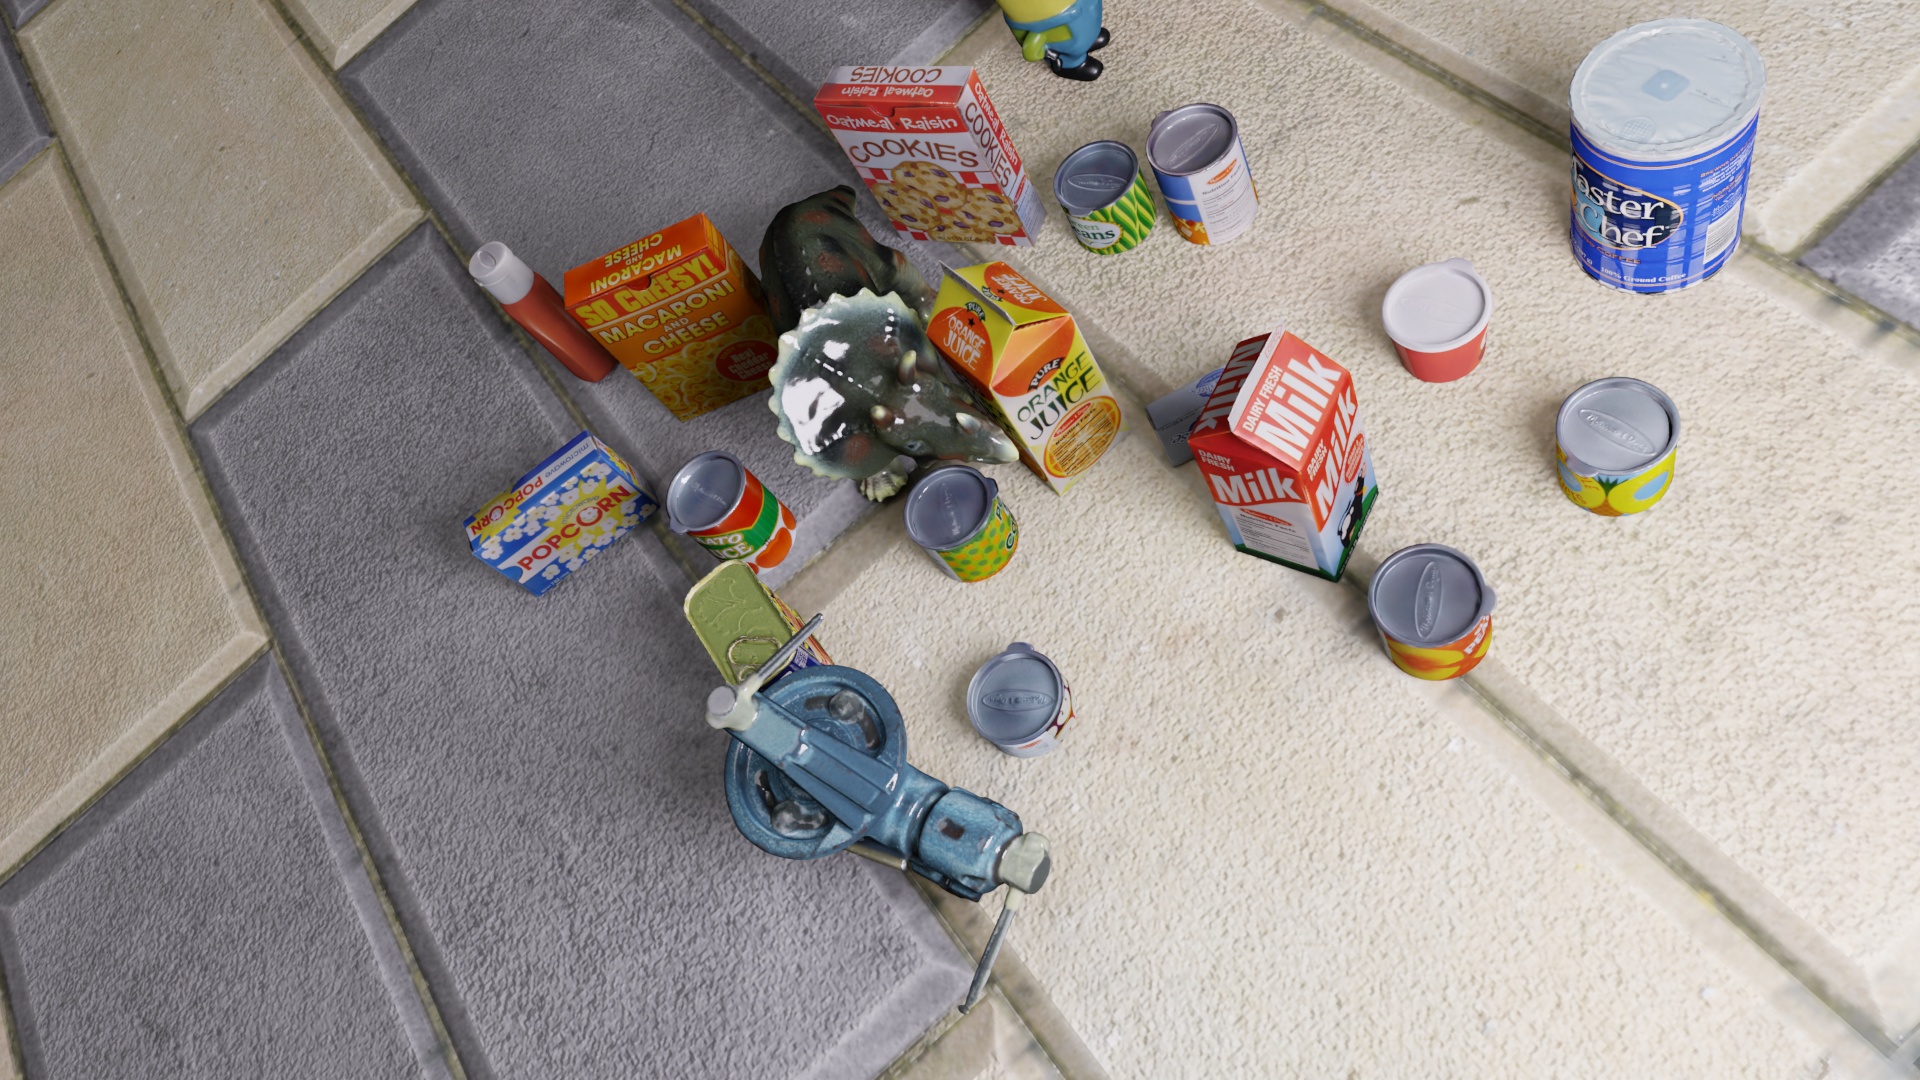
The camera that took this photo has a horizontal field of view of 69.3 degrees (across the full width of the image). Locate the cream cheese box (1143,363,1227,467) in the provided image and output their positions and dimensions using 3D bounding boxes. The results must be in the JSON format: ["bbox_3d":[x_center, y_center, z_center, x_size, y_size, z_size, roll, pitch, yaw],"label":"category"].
[{"bbox_3d":[0.180,-0.093,0.942,0.104,0.053,0.024,-27,57,8],"label":"cream cheese box"}]

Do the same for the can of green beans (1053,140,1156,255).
[{"bbox_3d":[0.111,-0.260,1.059,0.071,0.057,0.071,-10,60,19],"label":"can of green beans"}]

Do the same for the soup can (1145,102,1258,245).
[{"bbox_3d":[0.177,-0.269,1.019,0.071,0.083,0.071,-10,60,19],"label":"soup can"}]

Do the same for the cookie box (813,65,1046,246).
[{"bbox_3d":[-0.020,-0.292,1.067,0.123,0.167,0.040,10,69,28],"label":"cookie box"}]

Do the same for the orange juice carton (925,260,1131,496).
[{"bbox_3d":[0.042,-0.115,0.930,0.073,0.192,0.072,-43,56,-2],"label":"orange juice carton"}]

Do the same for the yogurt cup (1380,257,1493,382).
[{"bbox_3d":[0.313,-0.139,0.908,0.072,0.053,0.073,-10,60,19],"label":"yogurt cup"}]

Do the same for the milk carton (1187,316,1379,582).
[{"bbox_3d":[0.194,-0.053,0.832,0.073,0.190,0.072,20,73,31],"label":"milk carton"}]

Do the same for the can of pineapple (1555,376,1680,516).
[{"bbox_3d":[0.389,-0.054,0.827,0.071,0.057,0.071,-10,60,19],"label":"can of pineapple"}]

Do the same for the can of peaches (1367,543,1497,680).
[{"bbox_3d":[0.281,0.044,0.822,0.071,0.058,0.071,-10,60,19],"label":"can of peaches"}]

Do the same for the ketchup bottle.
[{"bbox_3d":[-0.352,-0.192,1.170,0.043,0.148,0.065,-48,56,-5],"label":"ketchup bottle"}]

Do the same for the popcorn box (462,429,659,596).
[{"bbox_3d":[-0.315,-0.021,1.101,0.126,0.085,0.038,-36,56,2],"label":"popcorn box"}]

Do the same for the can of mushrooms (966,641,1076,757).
[{"bbox_3d":[0.041,0.105,0.909,0.071,0.033,0.071,-10,60,19],"label":"can of mushrooms"}]

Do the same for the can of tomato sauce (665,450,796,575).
[{"bbox_3d":[-0.171,-0.017,1.037,0.071,0.083,0.071,-10,60,19],"label":"can of tomato sauce"}]

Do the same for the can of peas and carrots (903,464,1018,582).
[{"bbox_3d":[0.003,-0.012,0.973,0.071,0.058,0.071,-10,60,19],"label":"can of peas and carrots"}]

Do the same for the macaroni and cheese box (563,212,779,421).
[{"bbox_3d":[-0.209,-0.169,1.084,0.123,0.166,0.040,-20,58,13],"label":"macaroni and cheese box"}]
